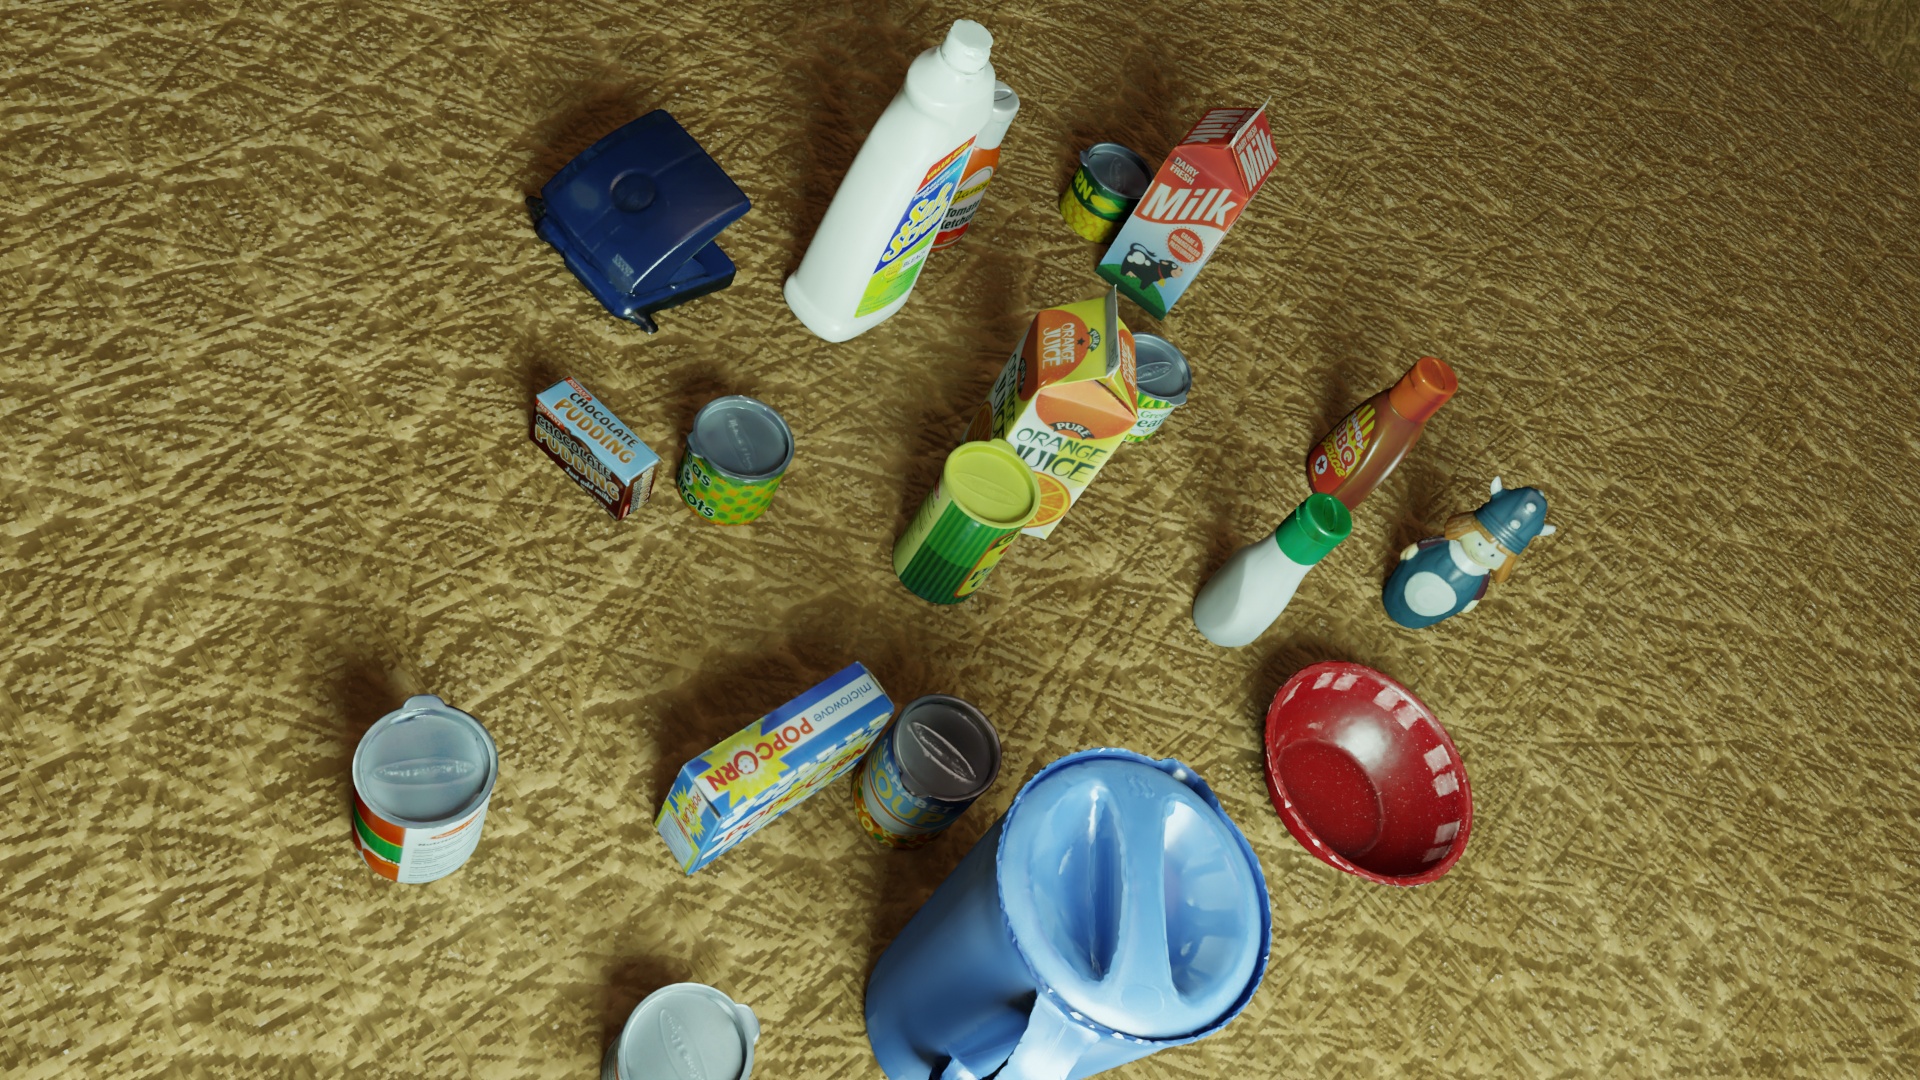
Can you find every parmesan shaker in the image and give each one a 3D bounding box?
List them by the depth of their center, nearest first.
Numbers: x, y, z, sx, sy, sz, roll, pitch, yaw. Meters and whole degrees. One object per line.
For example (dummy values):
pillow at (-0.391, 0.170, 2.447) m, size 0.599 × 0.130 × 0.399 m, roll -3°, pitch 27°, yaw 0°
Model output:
parmesan shaker at (0.003, -0.012, 0.919) m, size 0.071 × 0.102 × 0.071 m, roll 12°, pitch 54°, yaw -17°

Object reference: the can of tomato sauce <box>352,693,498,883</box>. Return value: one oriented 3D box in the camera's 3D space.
can of tomato sauce at (-0.275, 0.129, 0.709) m, size 0.071 × 0.082 × 0.071 m, roll 12°, pitch 54°, yaw -17°

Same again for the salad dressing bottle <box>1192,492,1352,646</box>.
salad dressing bottle at (0.215, 0.021, 0.965) m, size 0.044 × 0.147 × 0.064 m, roll 19°, pitch 52°, yaw -12°

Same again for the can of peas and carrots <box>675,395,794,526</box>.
can of peas and carrots at (-0.150, -0.050, 0.903) m, size 0.071 × 0.058 × 0.071 m, roll 12°, pitch 54°, yaw -17°

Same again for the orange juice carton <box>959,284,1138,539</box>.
orange juice carton at (0.064, -0.086, 0.940) m, size 0.073 × 0.191 × 0.072 m, roll 15°, pitch 53°, yaw -15°

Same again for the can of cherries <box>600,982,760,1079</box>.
can of cherries at (-0.140, 0.262, 0.696) m, size 0.071 × 0.058 × 0.072 m, roll 12°, pitch 54°, yaw -17°

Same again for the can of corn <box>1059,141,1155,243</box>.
can of corn at (0.124, -0.300, 1.199) m, size 0.071 × 0.058 × 0.071 m, roll 12°, pitch 54°, yaw -17°

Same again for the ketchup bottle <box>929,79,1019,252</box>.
ketchup bottle at (0.000, -0.290, 1.077) m, size 0.065 × 0.148 × 0.043 m, roll -28°, pitch 73°, yaw -36°

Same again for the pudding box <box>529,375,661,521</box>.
pudding box at (-0.231, -0.058, 0.877) m, size 0.084 × 0.049 × 0.030 m, roll 43°, pitch 51°, yaw 7°

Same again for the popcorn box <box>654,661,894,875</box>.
popcorn box at (-0.105, 0.128, 0.786) m, size 0.127 × 0.084 × 0.038 m, roll -29°, pitch 74°, yaw -36°

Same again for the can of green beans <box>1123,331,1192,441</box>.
can of green beans at (0.138, -0.119, 1.082) m, size 0.071 × 0.057 × 0.071 m, roll 12°, pitch 54°, yaw -17°

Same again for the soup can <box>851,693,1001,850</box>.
soup can at (-0.024, 0.139, 0.817) m, size 0.071 × 0.083 × 0.072 m, roll 12°, pitch 54°, yaw -17°

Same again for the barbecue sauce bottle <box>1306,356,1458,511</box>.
barbecue sauce bottle at (0.330, -0.085, 1.089) m, size 0.044 × 0.147 × 0.065 m, roll 10°, pitch 55°, yaw -18°

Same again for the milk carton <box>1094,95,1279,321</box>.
milk carton at (0.191, -0.276, 1.128) m, size 0.073 × 0.189 × 0.073 m, roll 37°, pitch 51°, yaw 2°
